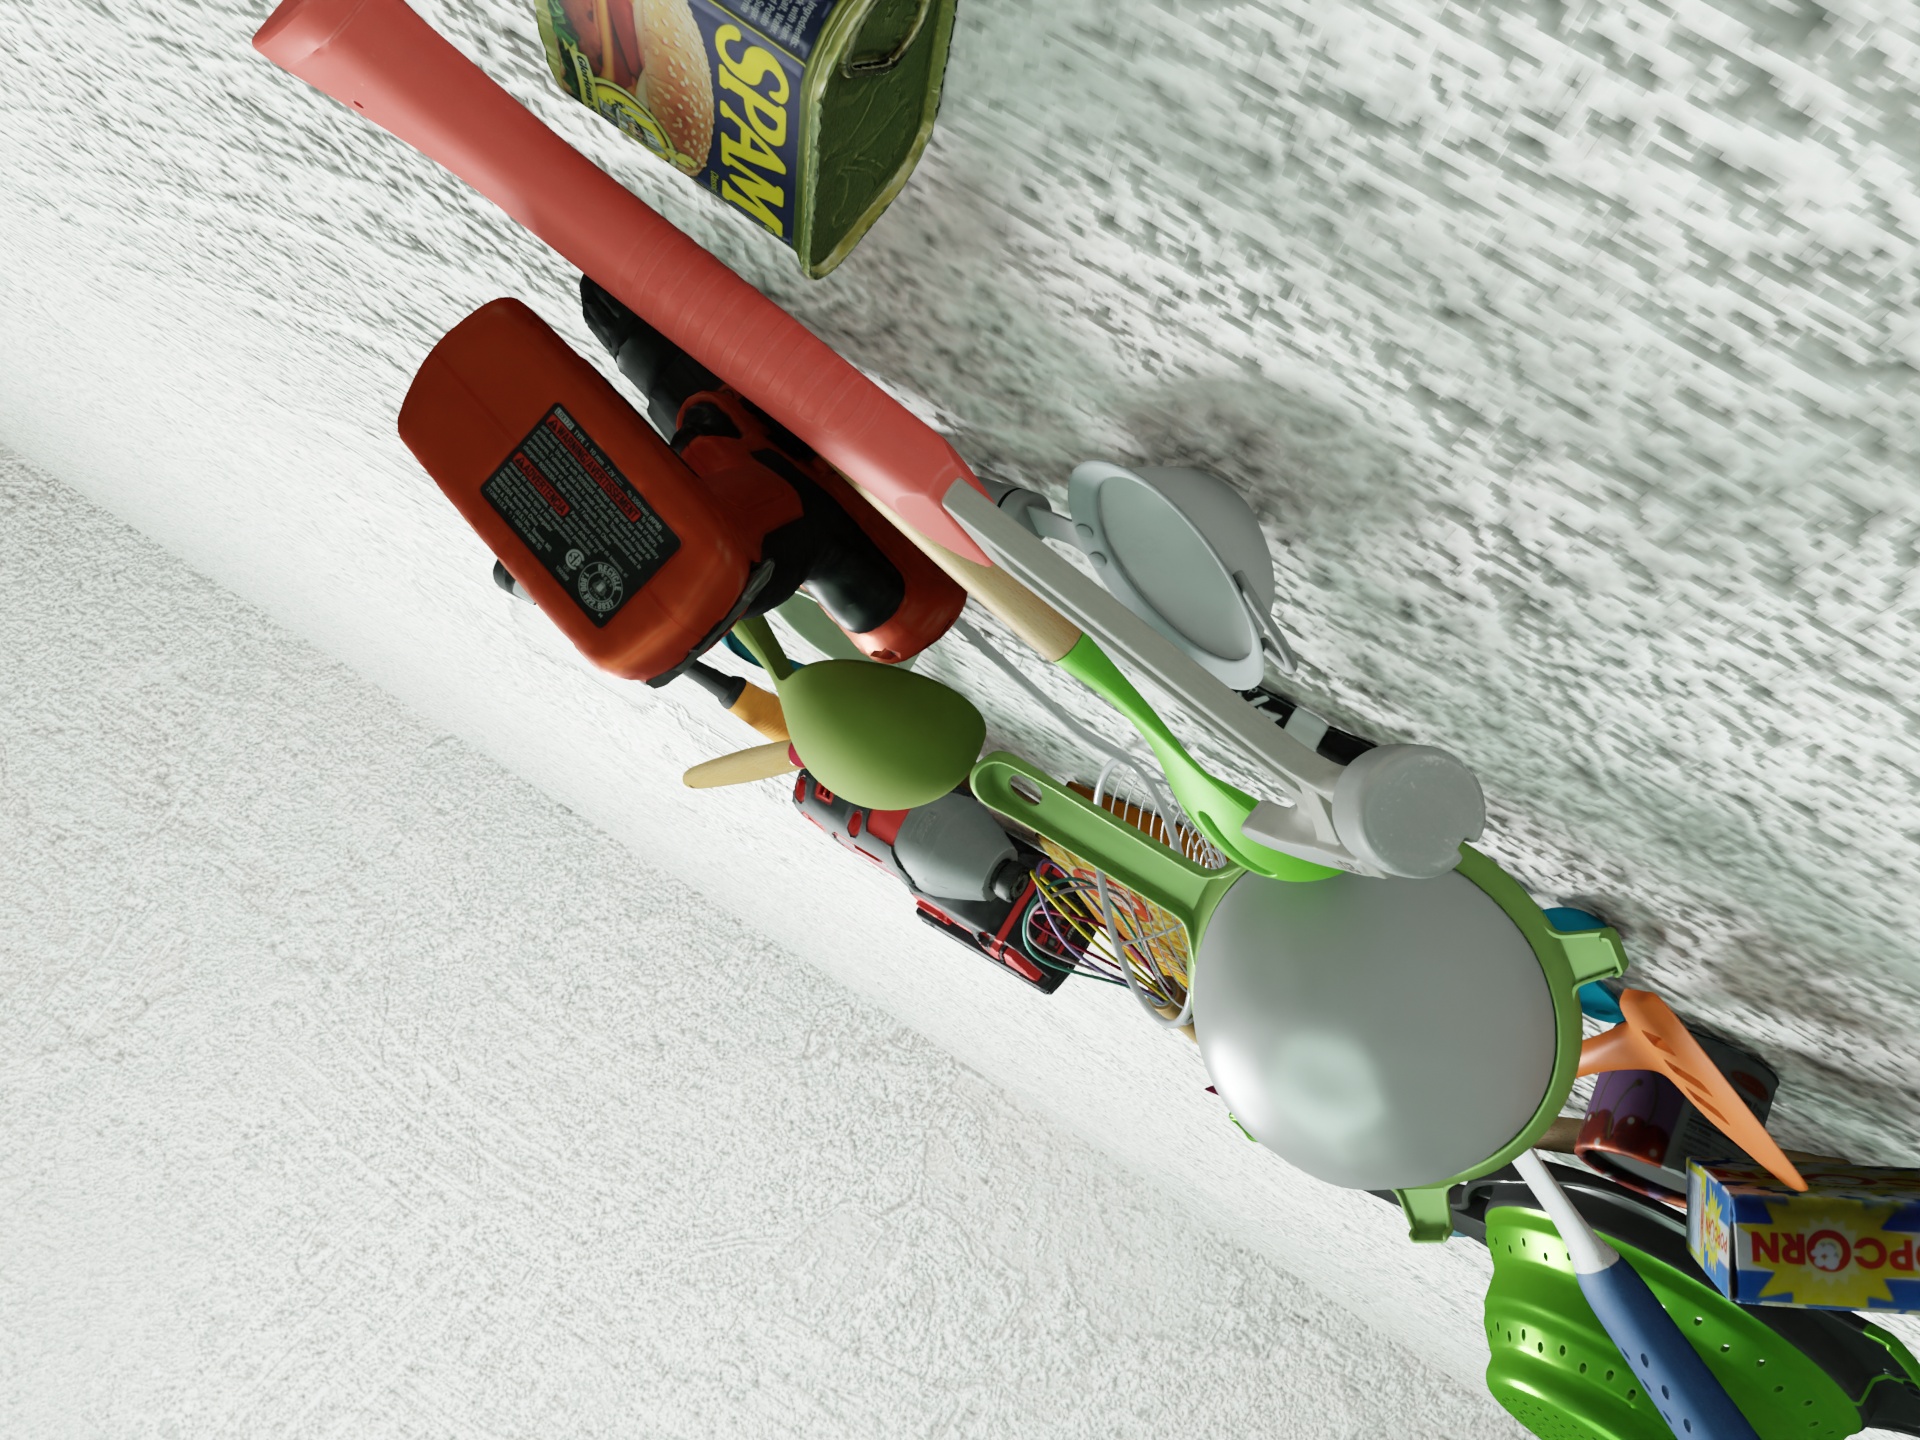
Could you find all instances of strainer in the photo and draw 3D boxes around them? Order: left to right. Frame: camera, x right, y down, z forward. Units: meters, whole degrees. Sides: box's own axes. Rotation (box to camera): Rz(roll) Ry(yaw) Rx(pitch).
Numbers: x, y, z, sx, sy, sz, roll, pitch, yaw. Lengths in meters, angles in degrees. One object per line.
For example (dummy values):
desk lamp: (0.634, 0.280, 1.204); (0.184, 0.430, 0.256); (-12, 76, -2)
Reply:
strainer: (0.028, -0.069, 0.537); (0.259, 0.050, 0.086); (25, 152, 47)
strainer: (0.099, 0.088, 0.596); (0.256, 0.151, 0.069); (31, -152, 19)

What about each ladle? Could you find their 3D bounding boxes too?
ladle: (-0.094, -0.064, 0.685); (0.320, 0.062, 0.078); (46, -178, 42)
ladle: (-0.088, 0.020, 0.796); (0.069, 0.031, 0.315); (33, 161, -20)

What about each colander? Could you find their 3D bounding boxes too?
colander: (0.266, 0.291, 0.803); (0.204, 0.094, 0.397); (48, 159, -30)

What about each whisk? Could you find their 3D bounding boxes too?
whisk: (0.104, 0.146, 0.882); (0.047, 0.051, 0.244); (11, 157, 42)

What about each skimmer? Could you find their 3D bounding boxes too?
skimmer: (-0.001, -0.002, 0.694); (0.363, 0.090, 0.127); (42, -178, -23)

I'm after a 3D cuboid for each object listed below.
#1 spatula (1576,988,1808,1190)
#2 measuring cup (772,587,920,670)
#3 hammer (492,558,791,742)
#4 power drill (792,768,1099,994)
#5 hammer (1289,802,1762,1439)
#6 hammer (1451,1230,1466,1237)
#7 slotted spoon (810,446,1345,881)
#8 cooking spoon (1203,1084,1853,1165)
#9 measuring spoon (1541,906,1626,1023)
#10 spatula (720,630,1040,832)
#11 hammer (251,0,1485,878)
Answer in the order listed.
spatula: (0.235, 0.152, 0.679); (0.081, 0.041, 0.322); (53, 161, 4)
measuring cup: (-0.037, -0.034, 0.782); (0.083, 0.038, 0.167); (26, 165, 26)
hammer: (-0.109, -0.005, 0.896); (0.127, 0.034, 0.336); (29, 177, 35)
power drill: (0.004, 0.085, 0.929); (0.143, 0.078, 0.219); (27, 171, 29)
hammer: (0.245, 0.206, 0.635); (0.406, 0.035, 0.144); (57, 165, 11)
hammer: (0.353, 0.269, 0.828); (0.128, 0.033, 0.331); (25, 161, -15)
slotted spoon: (0.016, -0.042, 0.518); (0.313, 0.031, 0.070); (42, -178, -17)
cooking spoon: (0.263, 0.200, 0.787); (0.319, 0.017, 0.068); (-2, 173, 41)
measuring spoon: (0.256, 0.100, 0.649); (0.042, 0.021, 0.128); (4, 160, 33)
spatula: (-0.050, -0.016, 0.894); (0.317, 0.044, 0.082); (33, 166, -15)
hammer: (-0.027, -0.077, 0.426); (0.359, 0.037, 0.149); (37, 177, -4)
